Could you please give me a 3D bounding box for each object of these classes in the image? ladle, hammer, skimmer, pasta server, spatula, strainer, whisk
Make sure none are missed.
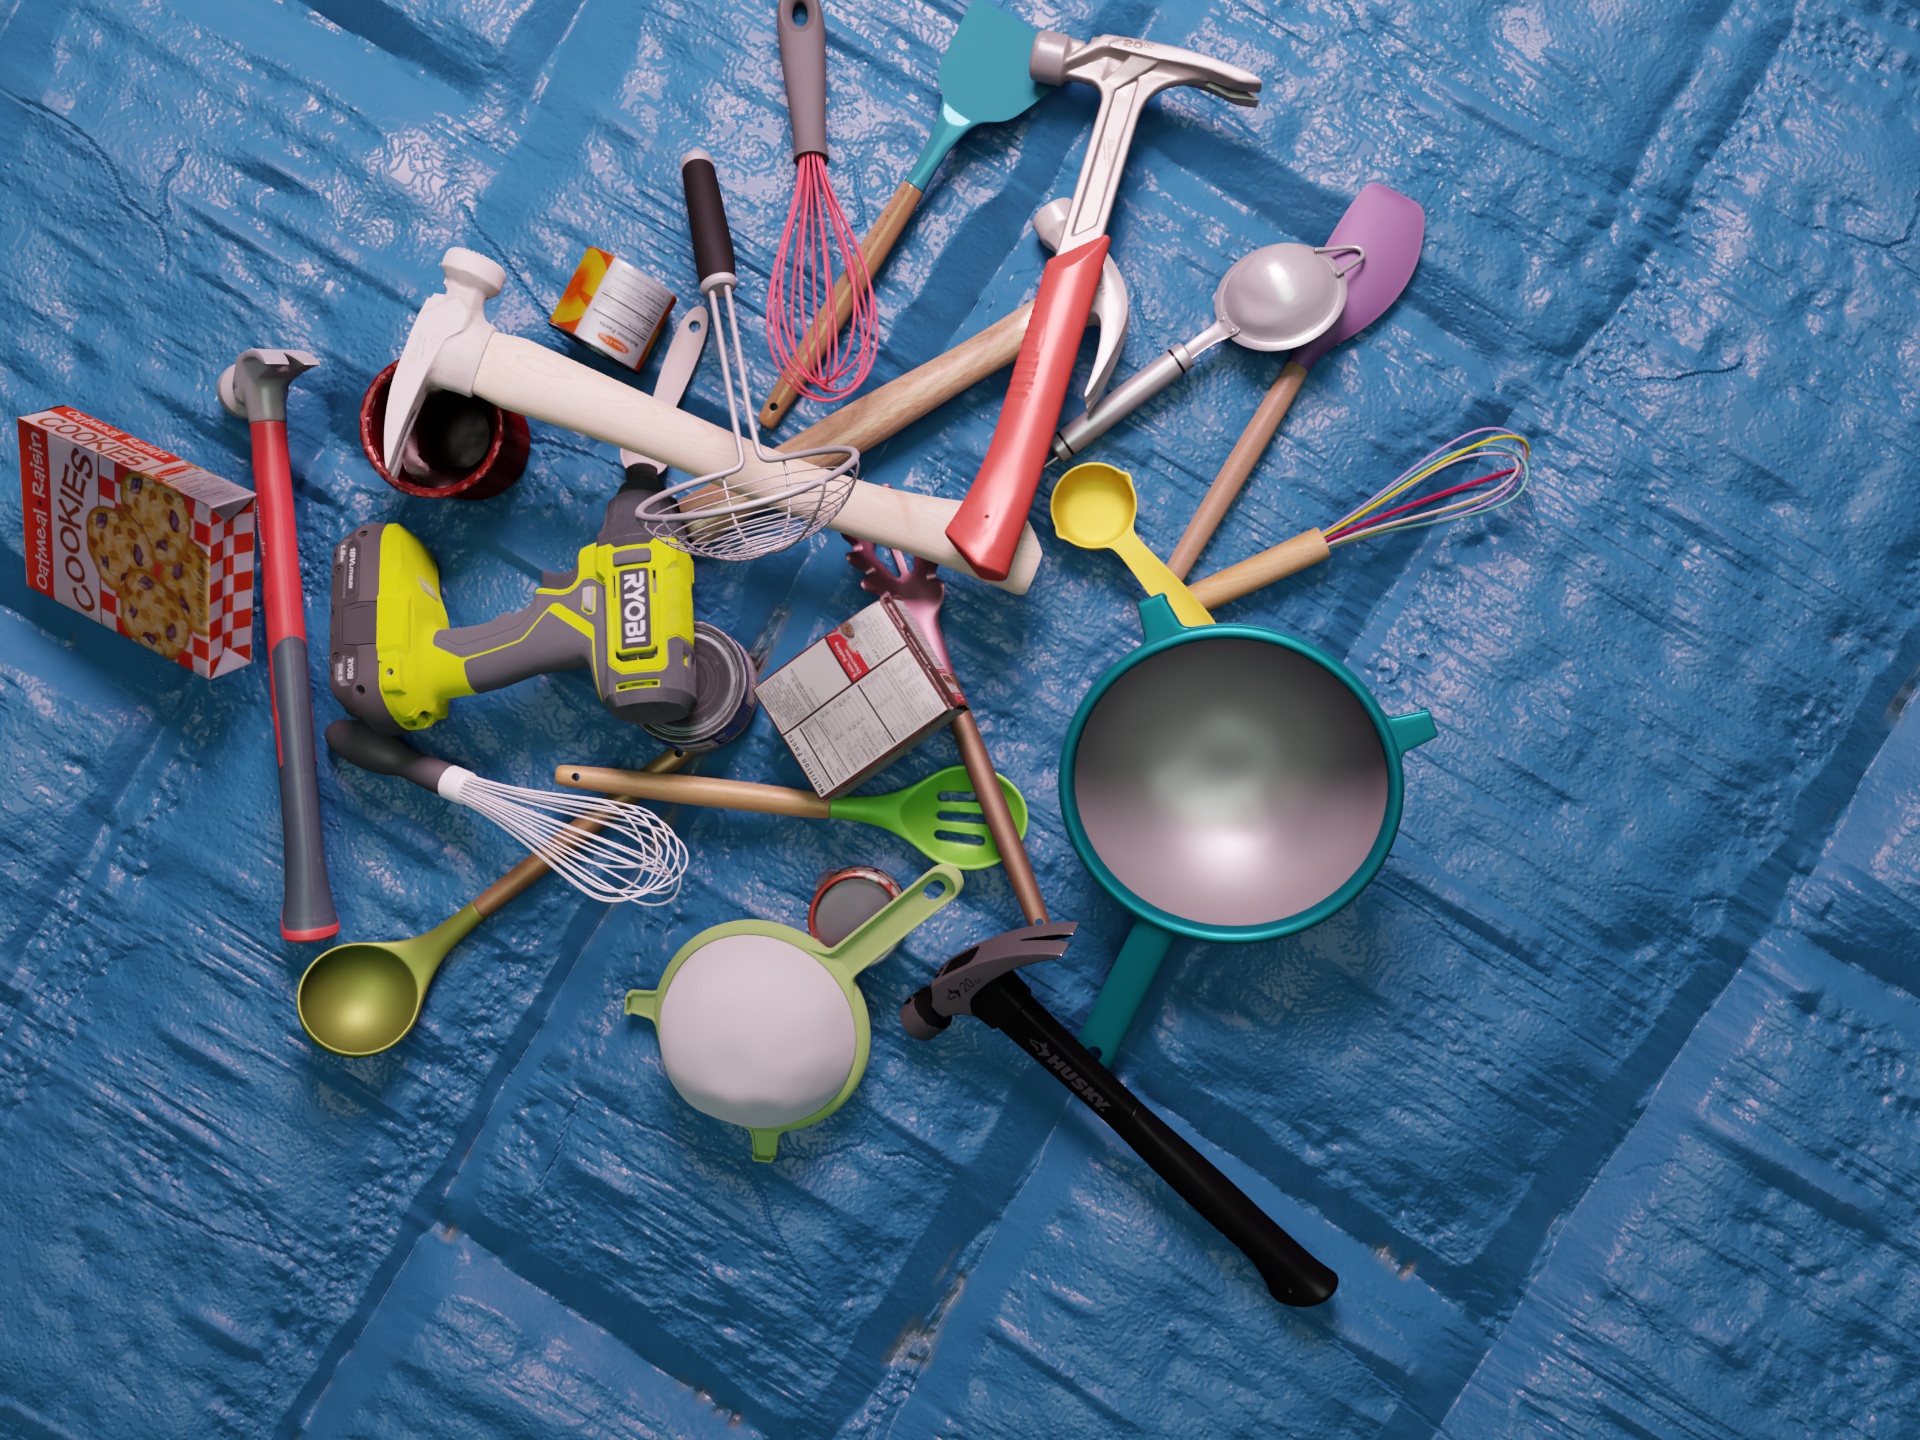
[{"bbox_3d":[-0.305,0.112,1.066,0.320,0.062,0.078,-38,89,0],"label":"ladle"},{"bbox_3d":[0.122,0.266,1.043,0.334,0.035,0.146,43,127,-6],"label":"hammer"},{"bbox_3d":[-0.143,-0.237,0.946,0.127,0.090,0.364,-14,59,1],"label":"skimmer"},{"bbox_3d":[-0.002,-0.003,1.041,0.060,0.040,0.316,-22,83,4],"label":"pasta server"},{"bbox_3d":[0.213,-0.212,1.056,0.060,0.018,0.316,32,92,7],"label":"spatula"},{"bbox_3d":[0.152,-0.243,1.043,0.258,0.050,0.087,-36,59,9],"label":"strainer"},{"bbox_3d":[-0.436,-0.044,1.039,0.038,0.143,0.386,-7,97,-35],"label":"hammer"},{"bbox_3d":[0.261,-0.124,1.049,0.245,0.047,0.051,-24,79,7],"label":"whisk"},{"bbox_3d":[-0.043,-0.330,1.061,0.082,0.044,0.317,34,97,-1],"label":"spatula"},{"bbox_3d":[-0.039,-0.208,1.051,0.331,0.031,0.130,-29,78,5],"label":"hammer"},{"bbox_3d":[0.073,-0.259,1.002,0.149,0.036,0.359,15,83,7],"label":"hammer"},{"bbox_3d":[-0.303,0.055,1.043,0.285,0.070,0.070,20,92,17],"label":"whisk"},{"bbox_3d":[-0.096,-0.345,1.029,0.073,0.073,0.296,-5,78,2],"label":"whisk"},{"bbox_3d":[-0.148,-0.155,1.000,0.410,0.038,0.146,20,83,-7],"label":"hammer"},{"bbox_3d":[0.150,0.084,1.043,0.211,0.095,0.340,24,113,3],"label":"strainer"},{"bbox_3d":[-0.100,0.180,1.023,0.256,0.069,0.151,-40,92,18],"label":"strainer"}]

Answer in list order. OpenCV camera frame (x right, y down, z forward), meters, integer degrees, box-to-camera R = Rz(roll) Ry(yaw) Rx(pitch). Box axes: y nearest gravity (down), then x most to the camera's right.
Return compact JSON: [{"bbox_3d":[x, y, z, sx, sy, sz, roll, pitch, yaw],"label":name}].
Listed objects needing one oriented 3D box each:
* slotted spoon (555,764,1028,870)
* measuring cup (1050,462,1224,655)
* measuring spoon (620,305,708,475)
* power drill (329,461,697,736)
[{"bbox_3d":[-0.112,0.052,1.060,0.313,0.031,0.070,6,86,-2],"label":"slotted spoon"},{"bbox_3d":[0.121,-0.103,1.052,0.062,0.029,0.156,-40,86,5],"label":"measuring cup"},{"bbox_3d":[-0.195,-0.221,1.075,0.034,0.018,0.124,20,86,2],"label":"measuring spoon"},{"bbox_3d":[-0.284,-0.076,1.032,0.223,0.080,0.171,-7,73,5],"label":"power drill"}]
